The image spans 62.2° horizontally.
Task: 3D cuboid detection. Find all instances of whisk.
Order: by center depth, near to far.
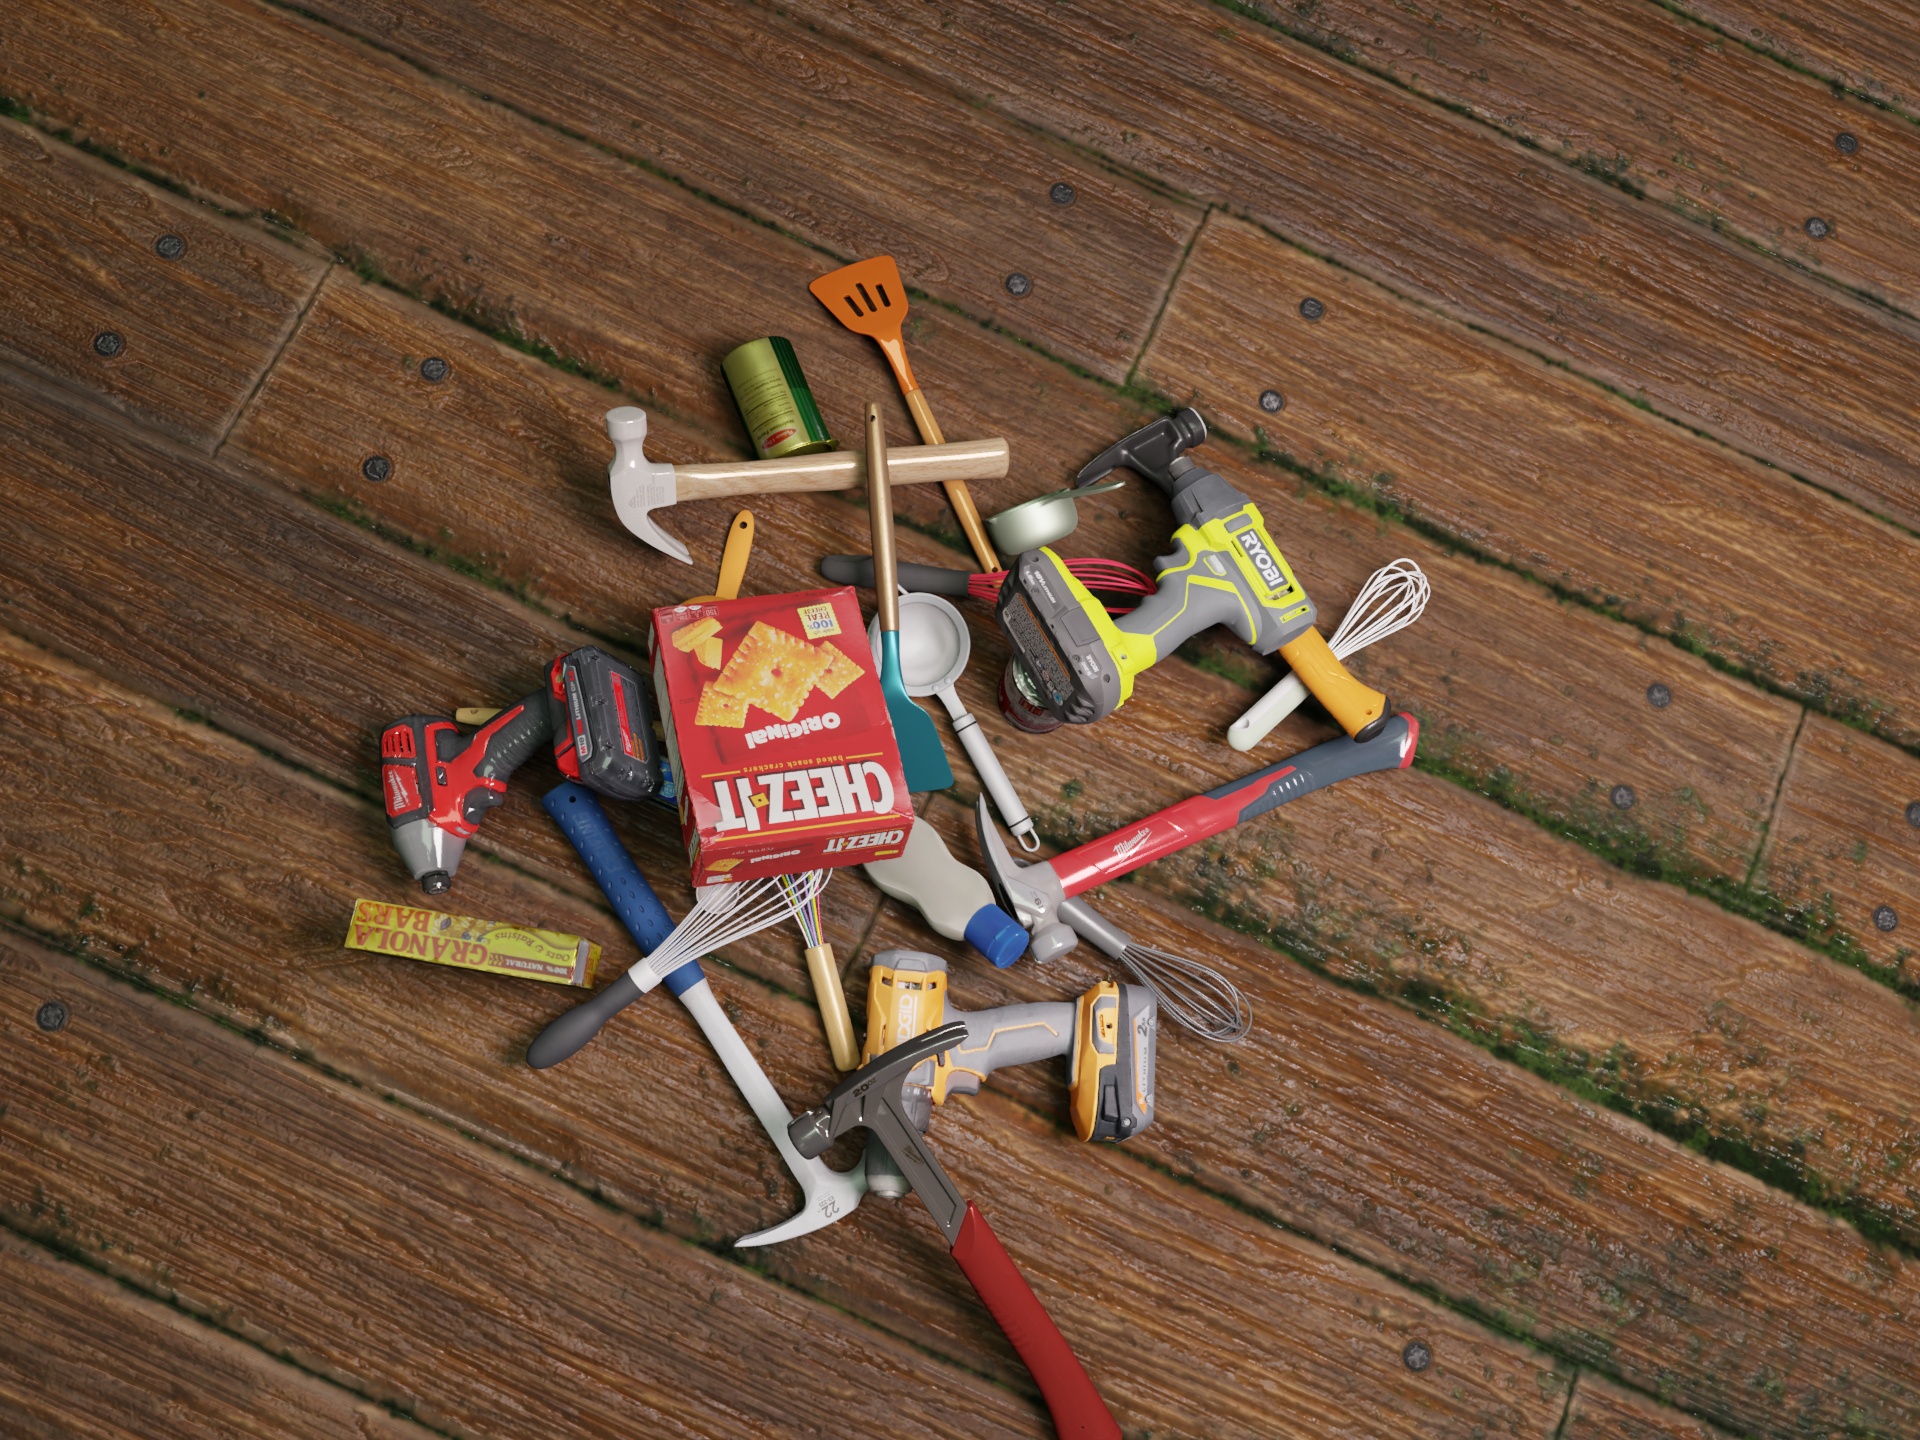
[{"bbox_3d":[-0.215,0.175,1.217,0.284,0.070,0.070,-38,84,-4],"label":"whisk"},{"bbox_3d":[-0.123,0.161,1.278,0.047,0.051,0.245,-17,84,13],"label":"whisk"},{"bbox_3d":[0.133,0.182,1.291,0.239,0.055,0.055,35,77,7],"label":"whisk"},{"bbox_3d":[0.027,-0.111,1.325,0.296,0.073,0.073,8,78,7],"label":"whisk"},{"bbox_3d":[0.310,-0.054,1.338,0.246,0.058,0.059,-40,123,-20],"label":"whisk"}]

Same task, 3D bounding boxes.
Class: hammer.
[{"bbox_3d":[0.027,0.399,1.179,0.149,0.037,0.359,-32,102,0],"label":"hammer"},{"bbox_3d":[-0.211,0.223,1.255,0.144,0.035,0.405,-33,83,-11],"label":"hammer"},{"bbox_3d":[-0.120,-0.201,1.304,0.331,0.130,0.031,-7,35,-15],"label":"hammer"},{"bbox_3d":[0.203,0.061,1.309,0.386,0.038,0.143,-22,72,-15],"label":"hammer"},{"bbox_3d":[0.235,-0.114,1.326,0.127,0.034,0.337,-30,68,-11],"label":"hammer"}]

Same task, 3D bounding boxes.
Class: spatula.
[{"bbox_3d":[-0.059,-0.098,1.289,0.082,0.044,0.317,-4,91,9],"label":"spatula"},{"bbox_3d":[-0.033,-0.260,1.380,0.081,0.041,0.323,-23,85,-10],"label":"spatula"}]

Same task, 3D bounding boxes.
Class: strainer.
[{"bbox_3d":[-0.002,-0.004,1.320,0.087,0.050,0.258,-29,88,4],"label":"strainer"}]

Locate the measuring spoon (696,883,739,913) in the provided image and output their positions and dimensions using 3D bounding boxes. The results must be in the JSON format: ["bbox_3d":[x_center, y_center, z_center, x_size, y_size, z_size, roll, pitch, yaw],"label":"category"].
[{"bbox_3d":[-0.190,0.098,1.297,0.034,0.018,0.124,9,71,-4],"label":"measuring spoon"}]

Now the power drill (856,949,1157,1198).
[{"bbox_3d":[0.032,0.280,1.230,0.226,0.084,0.185,6,68,-4],"label":"power drill"}]

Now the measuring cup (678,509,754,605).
[{"bbox_3d":[-0.197,-0.099,1.314,0.095,0.052,0.174,13,79,-3],"label":"measuring cup"}]

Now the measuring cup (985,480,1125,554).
[{"bbox_3d":[0.086,-0.167,1.302,0.083,0.168,0.038,-27,102,-30],"label":"measuring cup"}]

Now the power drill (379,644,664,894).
[{"bbox_3d":[-0.346,0.040,1.223,0.219,0.078,0.143,-21,67,15],"label":"power drill"}]

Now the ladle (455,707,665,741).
[{"bbox_3d":[-0.253,0.008,1.299,0.315,0.031,0.069,5,47,-1],"label":"ladle"}]

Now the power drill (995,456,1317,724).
[{"bbox_3d":[0.147,-0.104,1.241,0.223,0.080,0.171,-25,77,-22],"label":"power drill"}]
